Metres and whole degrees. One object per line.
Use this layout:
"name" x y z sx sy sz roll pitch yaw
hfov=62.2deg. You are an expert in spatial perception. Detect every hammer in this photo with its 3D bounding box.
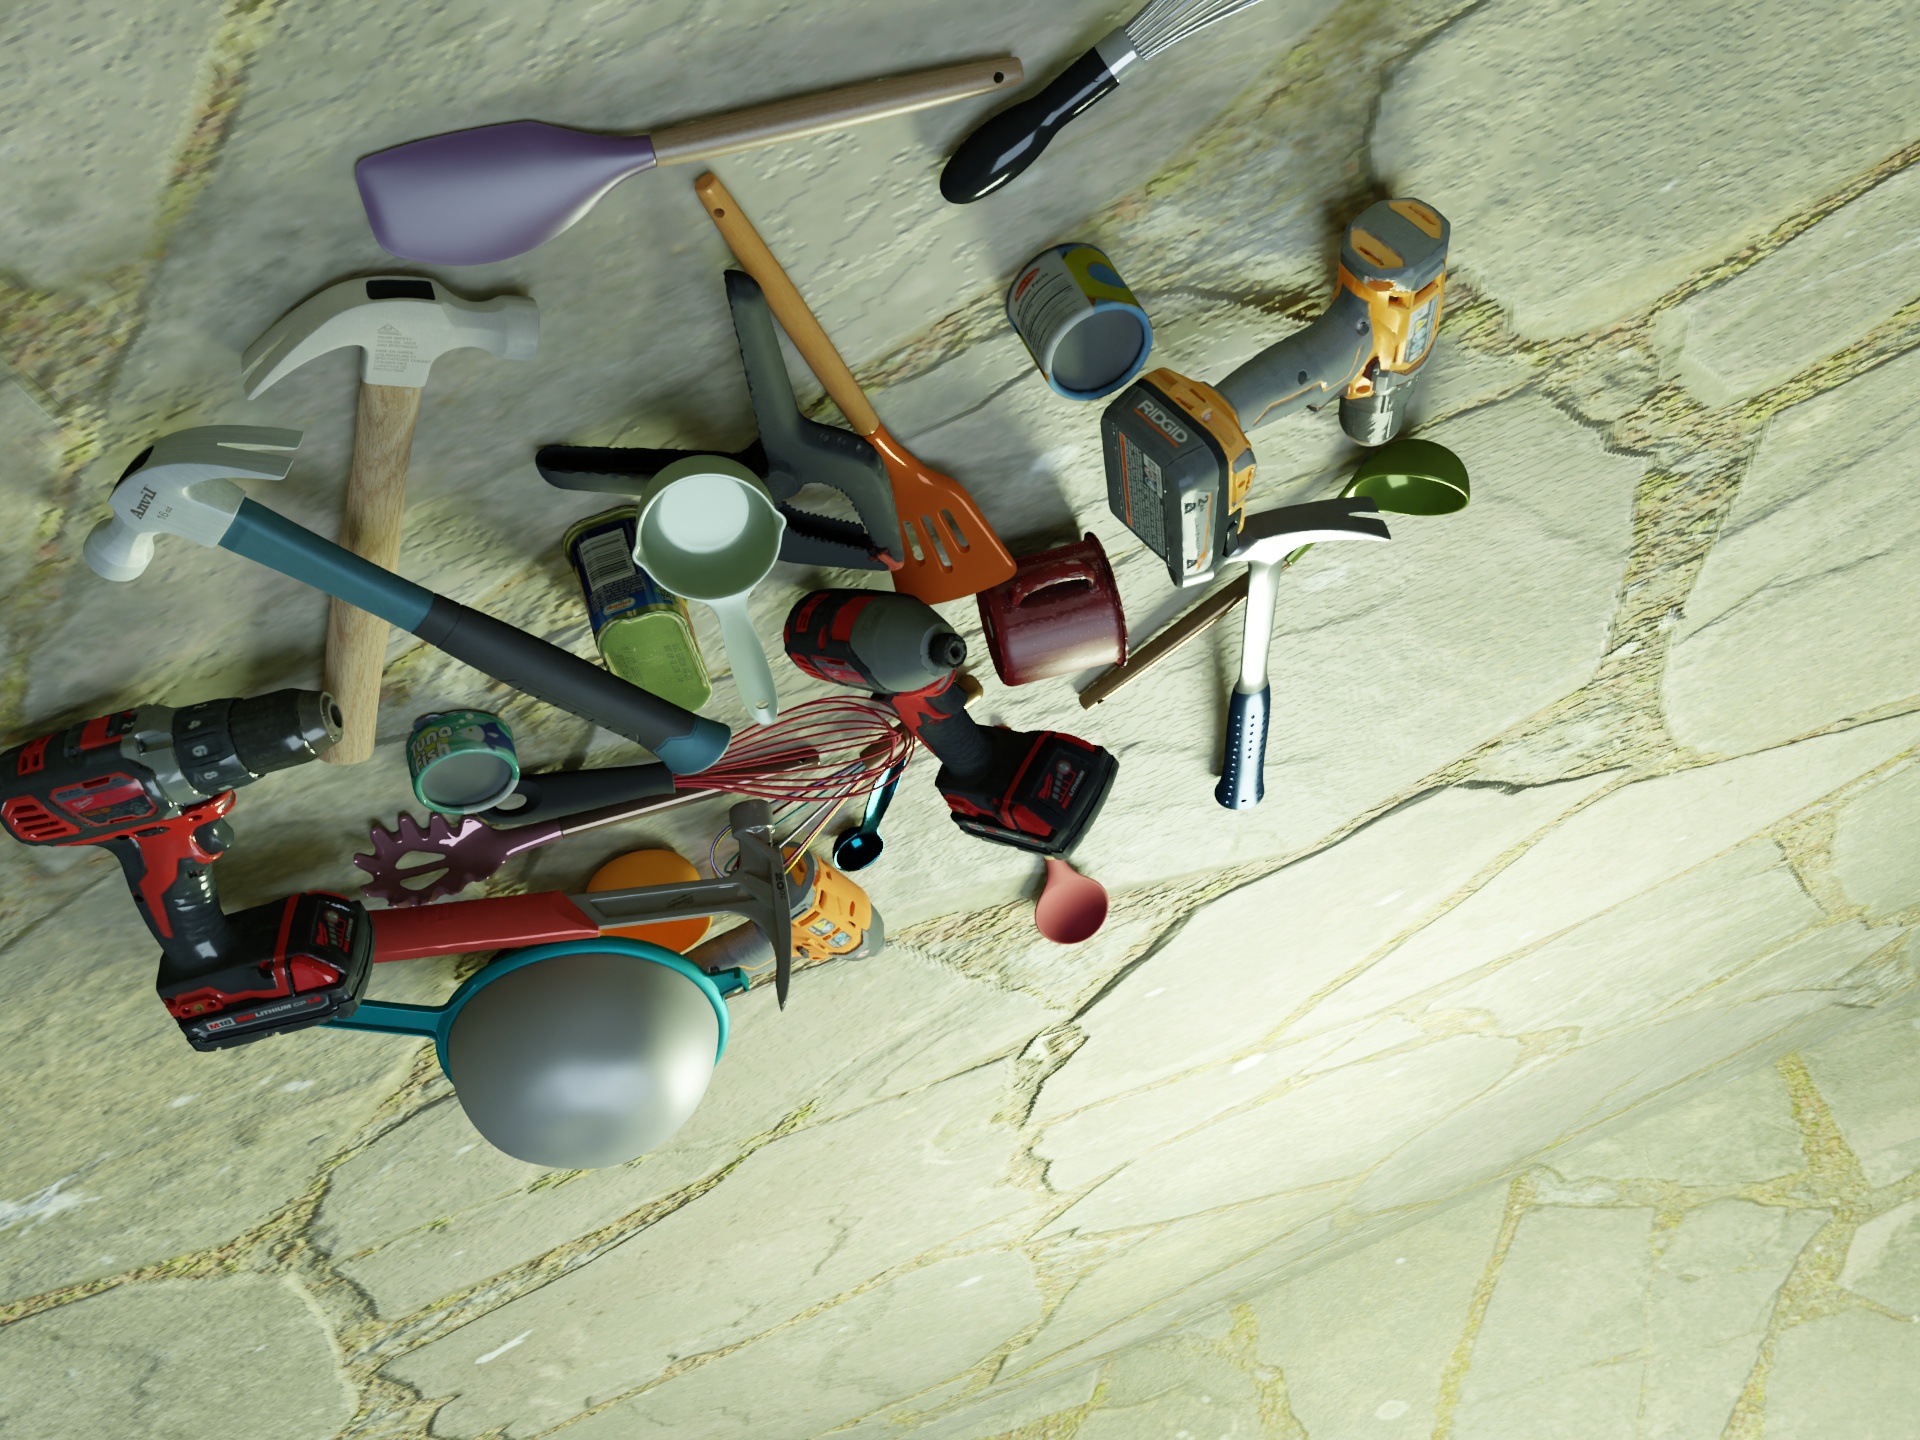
"hammer" -0.296 0.144 1.080 0.359 0.149 0.036 -6 158 -10
"hammer" 0.222 -0.033 1.174 0.144 0.035 0.405 -16 152 -1
"hammer" -0.270 -0.050 0.834 0.330 0.033 0.128 28 133 -29
"hammer" -0.319 -0.092 0.852 0.130 0.031 0.331 -1 138 -29

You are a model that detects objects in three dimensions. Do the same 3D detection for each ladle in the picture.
"ladle" 0.069 0.097 1.312 0.069 0.031 0.315 -25 142 -2
"ladle" 0.215 -0.092 1.133 0.320 0.062 0.078 -37 146 21

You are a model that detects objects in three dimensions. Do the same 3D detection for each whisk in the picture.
"whisk" -0.081 0.048 1.152 0.245 0.047 0.051 -37 152 11
"whisk" 0.103 -0.341 0.762 0.284 0.070 0.070 -33 143 20
"whisk" -0.175 0.034 1.072 0.295 0.073 0.073 -9 142 -11

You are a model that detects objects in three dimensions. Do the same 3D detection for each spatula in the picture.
"spatula" -0.061 -0.173 0.887 0.081 0.041 0.322 -15 145 17
"spatula" -0.119 -0.271 0.749 0.316 0.018 0.059 -17 125 -10

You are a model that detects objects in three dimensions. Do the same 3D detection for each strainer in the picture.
"strainer" -0.324 0.246 1.114 0.340 0.095 0.211 12 126 -25

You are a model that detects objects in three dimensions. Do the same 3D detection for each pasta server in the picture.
"pasta server" -0.246 0.064 1.084 0.316 0.060 0.040 -15 167 -17

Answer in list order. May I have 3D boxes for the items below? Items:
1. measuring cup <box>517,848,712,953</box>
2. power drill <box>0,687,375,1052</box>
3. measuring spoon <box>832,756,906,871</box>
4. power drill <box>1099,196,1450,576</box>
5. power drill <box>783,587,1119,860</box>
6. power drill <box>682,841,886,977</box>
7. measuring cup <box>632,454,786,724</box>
"measuring cup" -0.269 0.135 1.149 0.173 0.052 0.095 0 138 -26
"power drill" -0.424 0.081 0.937 0.188 0.080 0.226 -15 129 -1
"measuring spoon" -0.068 0.062 1.204 0.042 0.021 0.128 -1 129 -33
"power drill" 0.195 -0.185 0.957 0.226 0.084 0.185 -38 154 -10
"power drill" -0.002 -0.003 1.016 0.219 0.143 0.078 44 68 -36
"power drill" -0.170 0.198 1.260 0.226 0.084 0.164 -35 143 8
"measuring cup" -0.128 -0.071 0.877 0.083 0.038 0.167 -15 128 -4
